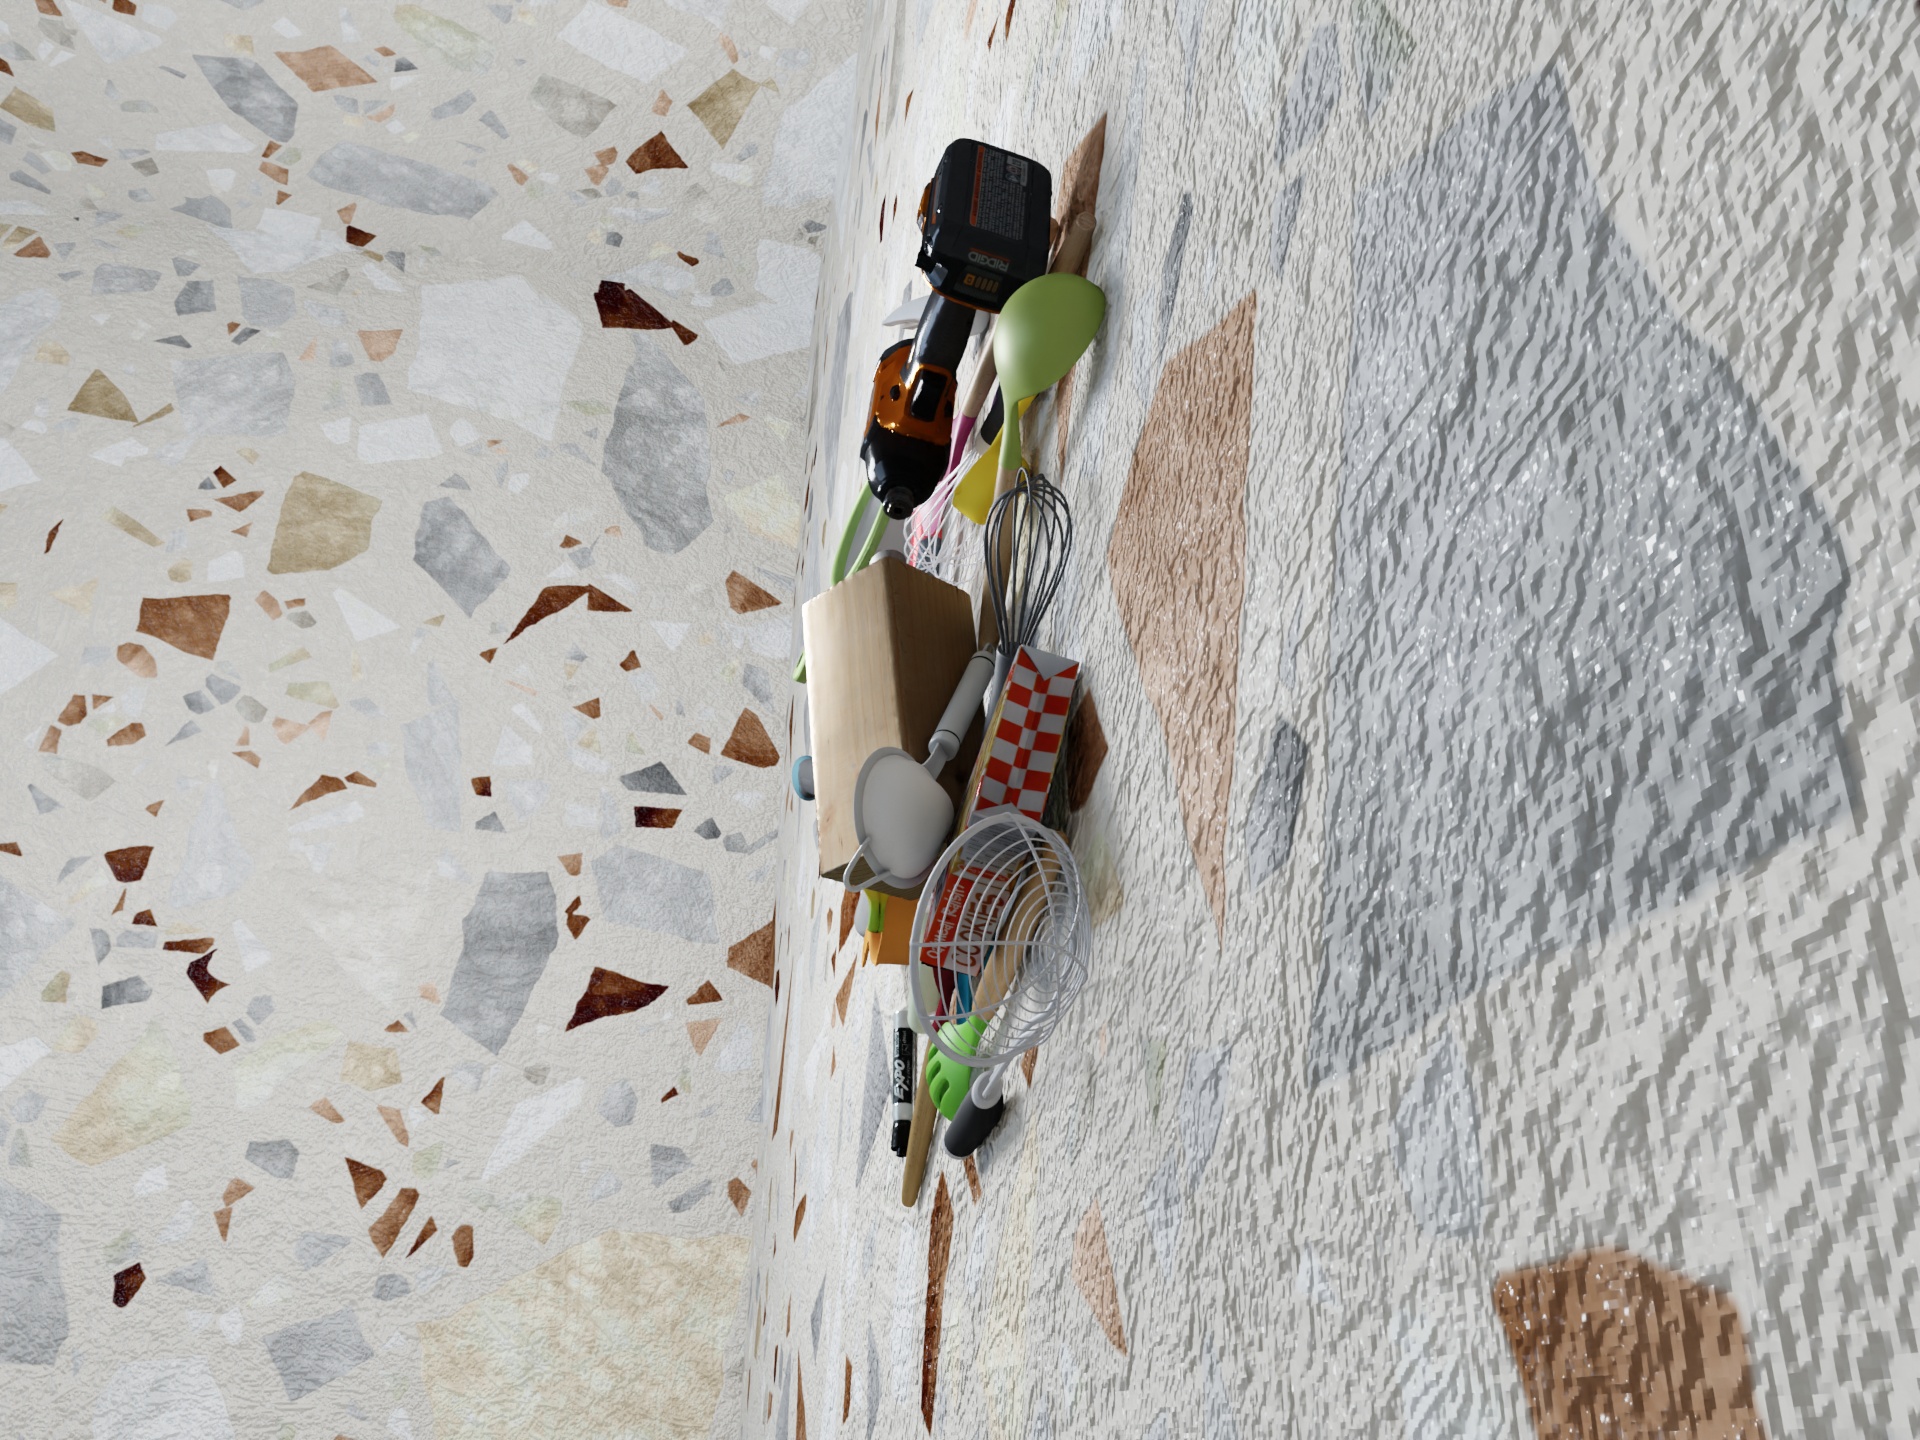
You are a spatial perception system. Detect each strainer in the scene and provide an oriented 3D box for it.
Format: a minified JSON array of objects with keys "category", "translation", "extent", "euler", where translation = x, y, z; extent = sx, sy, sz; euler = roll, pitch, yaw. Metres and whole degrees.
[{"category":"strainer","translation":[-0.011,0.019,1.008],"extent":[0.086,0.050,0.259],"euler":[62,-150,-25]},{"category":"strainer","translation":[-0.086,-0.136,1.533],"extent":[0.152,0.069,0.256],"euler":[-100,33,-62]}]

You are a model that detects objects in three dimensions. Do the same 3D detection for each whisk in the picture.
[{"category":"whisk","translation":[-0.020,0.131,1.189],"extent":[0.059,0.057,0.246],"euler":[33,126,45]},{"category":"whisk","translation":[0.032,-0.043,0.988],"extent":[0.055,0.055,0.238],"euler":[-101,15,-59]},{"category":"whisk","translation":[0.012,-0.184,1.152],"extent":[0.284,0.070,0.070],"euler":[121,153,-58]}]

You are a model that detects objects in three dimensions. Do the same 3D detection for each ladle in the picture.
[{"category":"ladle","translation":[-0.020,0.251,1.170],"extent":[0.069,0.031,0.315],"euler":[-59,-18,-55]},{"category":"ladle","translation":[0.042,-0.145,1.030],"extent":[0.319,0.062,0.078],"euler":[96,178,-48]}]

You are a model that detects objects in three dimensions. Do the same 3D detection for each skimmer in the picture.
[{"category":"skimmer","translation":[0.002,0.176,0.909],"extent":[0.127,0.090,0.363],"euler":[-53,-10,-30]}]

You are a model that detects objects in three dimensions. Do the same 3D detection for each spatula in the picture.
[{"category":"spatula","translation":[0.047,-0.258,1.096],"extent":[0.316,0.018,0.060],"euler":[125,155,-72]}]

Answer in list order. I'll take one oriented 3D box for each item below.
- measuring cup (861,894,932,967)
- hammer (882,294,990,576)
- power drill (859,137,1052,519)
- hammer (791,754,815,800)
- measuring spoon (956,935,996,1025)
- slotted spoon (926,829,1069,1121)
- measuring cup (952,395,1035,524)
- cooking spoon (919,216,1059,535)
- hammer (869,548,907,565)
[{"category":"measuring cup","translation":[-0.050,0.173,1.317],"extent":[0.173,0.052,0.095],"euler":[110,163,-61]},{"category":"hammer","translation":[-0.036,-0.168,1.376],"extent":[0.143,0.038,0.386],"euler":[13,100,61]},{"category":"power drill","translation":[-0.011,-0.251,1.071],"extent":[0.226,0.084,0.164],"euler":[117,163,-47]},{"category":"hammer","translation":[-0.112,0.055,1.391],"extent":[0.331,0.033,0.128],"euler":[179,88,-76]},{"category":"measuring spoon","translation":[0.011,0.180,1.077],"extent":[0.042,0.021,0.128],"euler":[-128,31,-47]},{"category":"slotted spoon","translation":[0.019,0.166,0.995],"extent":[0.313,0.031,0.070],"euler":[109,152,-47]},{"category":"measuring cup","translation":[0.043,-0.188,1.048],"extent":[0.062,0.029,0.156],"euler":[-38,-13,-45]},{"category":"cooking spoon","translation":[0.015,-0.250,1.194],"extent":[0.318,0.017,0.069],"euler":[118,148,-53]},{"category":"hammer","translation":[-0.071,0.021,1.356],"extent":[0.331,0.031,0.130],"euler":[103,160,-45]}]
